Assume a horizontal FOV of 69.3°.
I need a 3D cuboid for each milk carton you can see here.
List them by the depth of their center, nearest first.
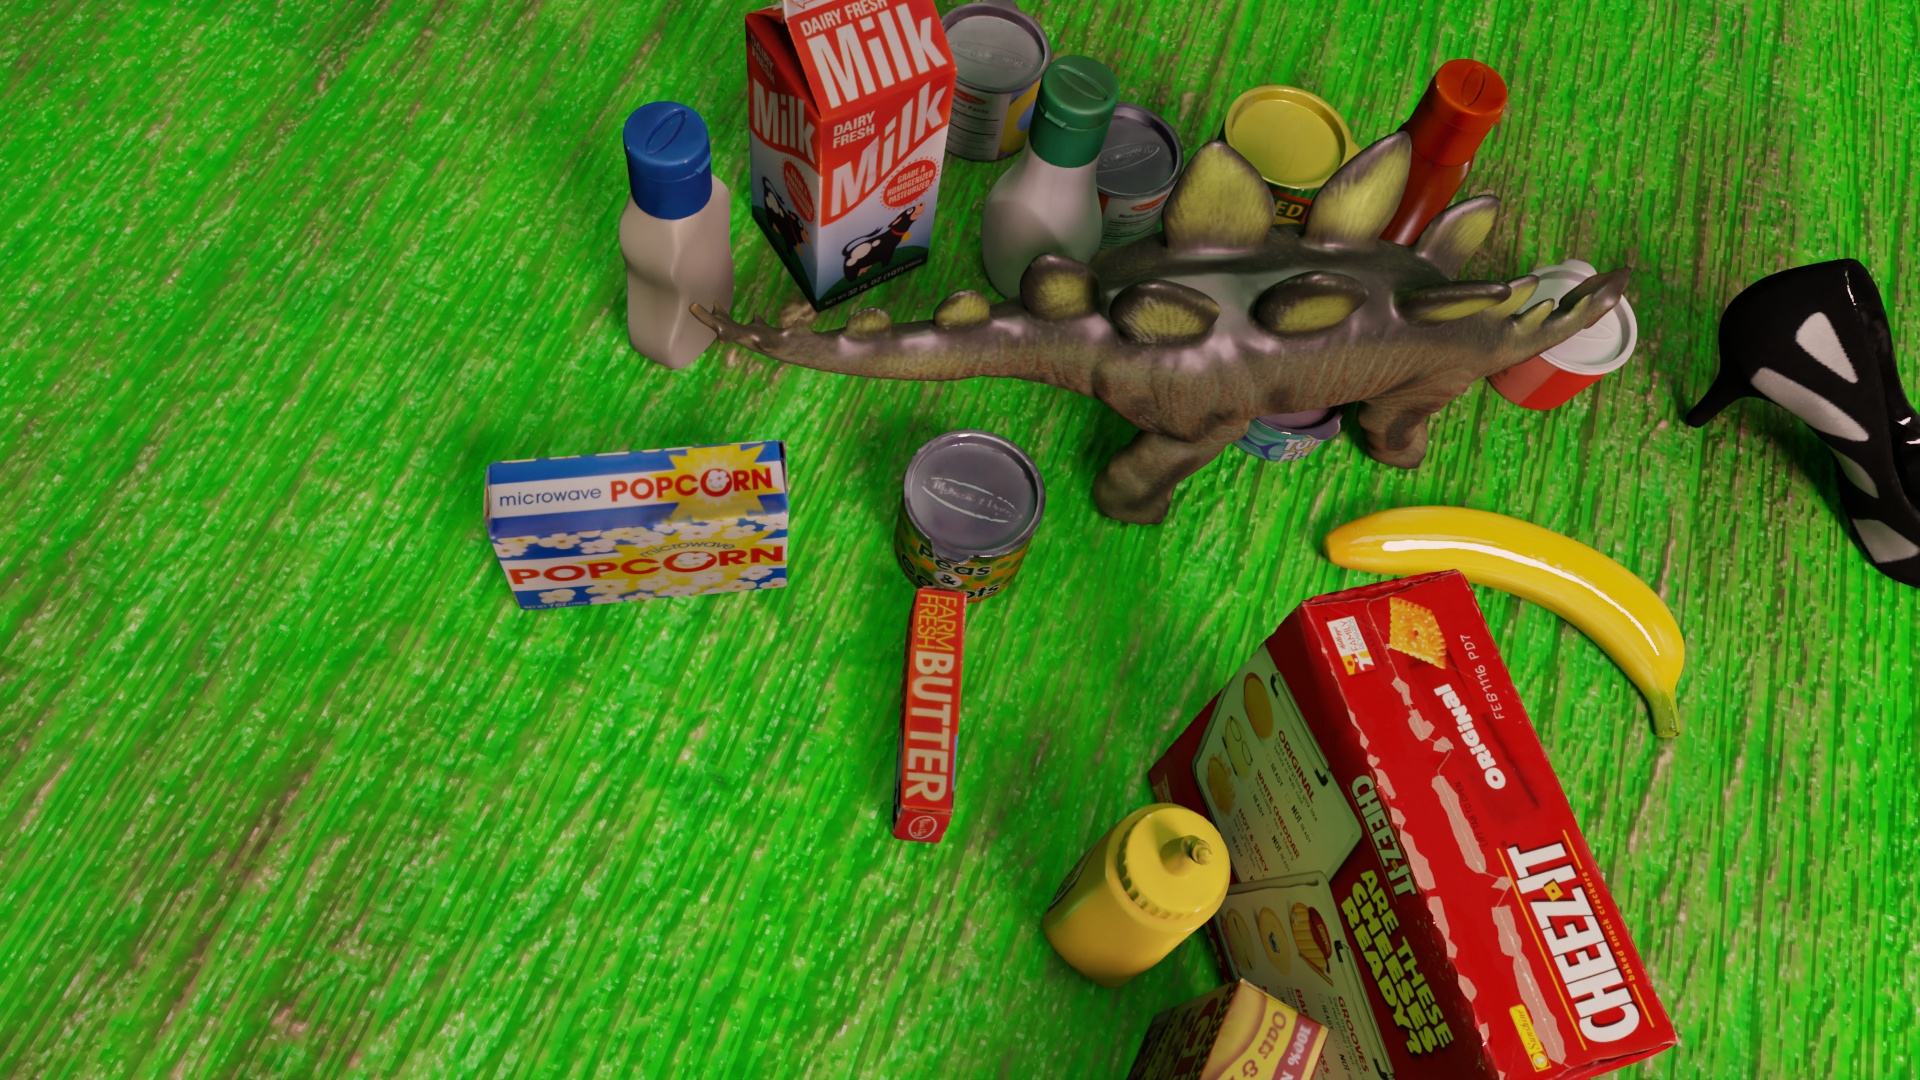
[{"bbox_3d":[-0.055,-0.202,0.670,0.072,0.189,0.073,-28,72,-19],"label":"milk carton"}]

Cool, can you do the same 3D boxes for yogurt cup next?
[{"bbox_3d":[0.321,-0.107,0.754,0.072,0.053,0.072,3,64,-7],"label":"yogurt cup"}]

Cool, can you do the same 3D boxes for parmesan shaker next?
[{"bbox_3d":[0.160,-0.180,0.738,0.071,0.102,0.071,3,65,-6],"label":"parmesan shaker"}]

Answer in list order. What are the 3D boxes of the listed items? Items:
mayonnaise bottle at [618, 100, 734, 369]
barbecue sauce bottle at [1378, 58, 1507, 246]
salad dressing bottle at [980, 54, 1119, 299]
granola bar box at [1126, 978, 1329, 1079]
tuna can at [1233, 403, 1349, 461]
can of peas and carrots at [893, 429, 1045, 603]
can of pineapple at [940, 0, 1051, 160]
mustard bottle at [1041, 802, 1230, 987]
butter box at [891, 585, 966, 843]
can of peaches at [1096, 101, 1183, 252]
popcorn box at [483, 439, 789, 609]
[{"bbox_3d":[-0.134,-0.143,0.654,0.041,0.147,0.065,27,64,5],"label":"mayonnaise bottle"},{"bbox_3d":[0.235,-0.185,0.726,0.044,0.148,0.065,26,64,4],"label":"barbecue sauce bottle"},{"bbox_3d":[0.046,-0.176,0.696,0.064,0.147,0.044,37,66,10],"label":"salad dressing bottle"},{"bbox_3d":[0.070,0.252,0.508,0.039,0.123,0.166,28,64,6],"label":"granola bar box"},{"bbox_3d":[0.169,-0.075,0.729,0.071,0.032,0.071,3,64,-7],"label":"tuna can"},{"bbox_3d":[0.002,-0.008,0.659,0.071,0.058,0.071,3,64,-7],"label":"can of peas and carrots"},{"bbox_3d":[0.015,-0.258,0.780,0.071,0.057,0.071,3,64,-7],"label":"can of pineapple"},{"bbox_3d":[0.073,0.134,0.545,0.049,0.159,0.065,39,66,10],"label":"mustard bottle"},{"bbox_3d":[-0.014,0.077,0.619,0.024,0.053,0.104,6,64,-5],"label":"butter box"},{"bbox_3d":[0.082,-0.197,0.761,0.071,0.057,0.071,3,64,-7],"label":"can of peaches"},{"bbox_3d":[-0.141,-0.006,0.623,0.127,0.085,0.038,-5,66,-10],"label":"popcorn box"}]
